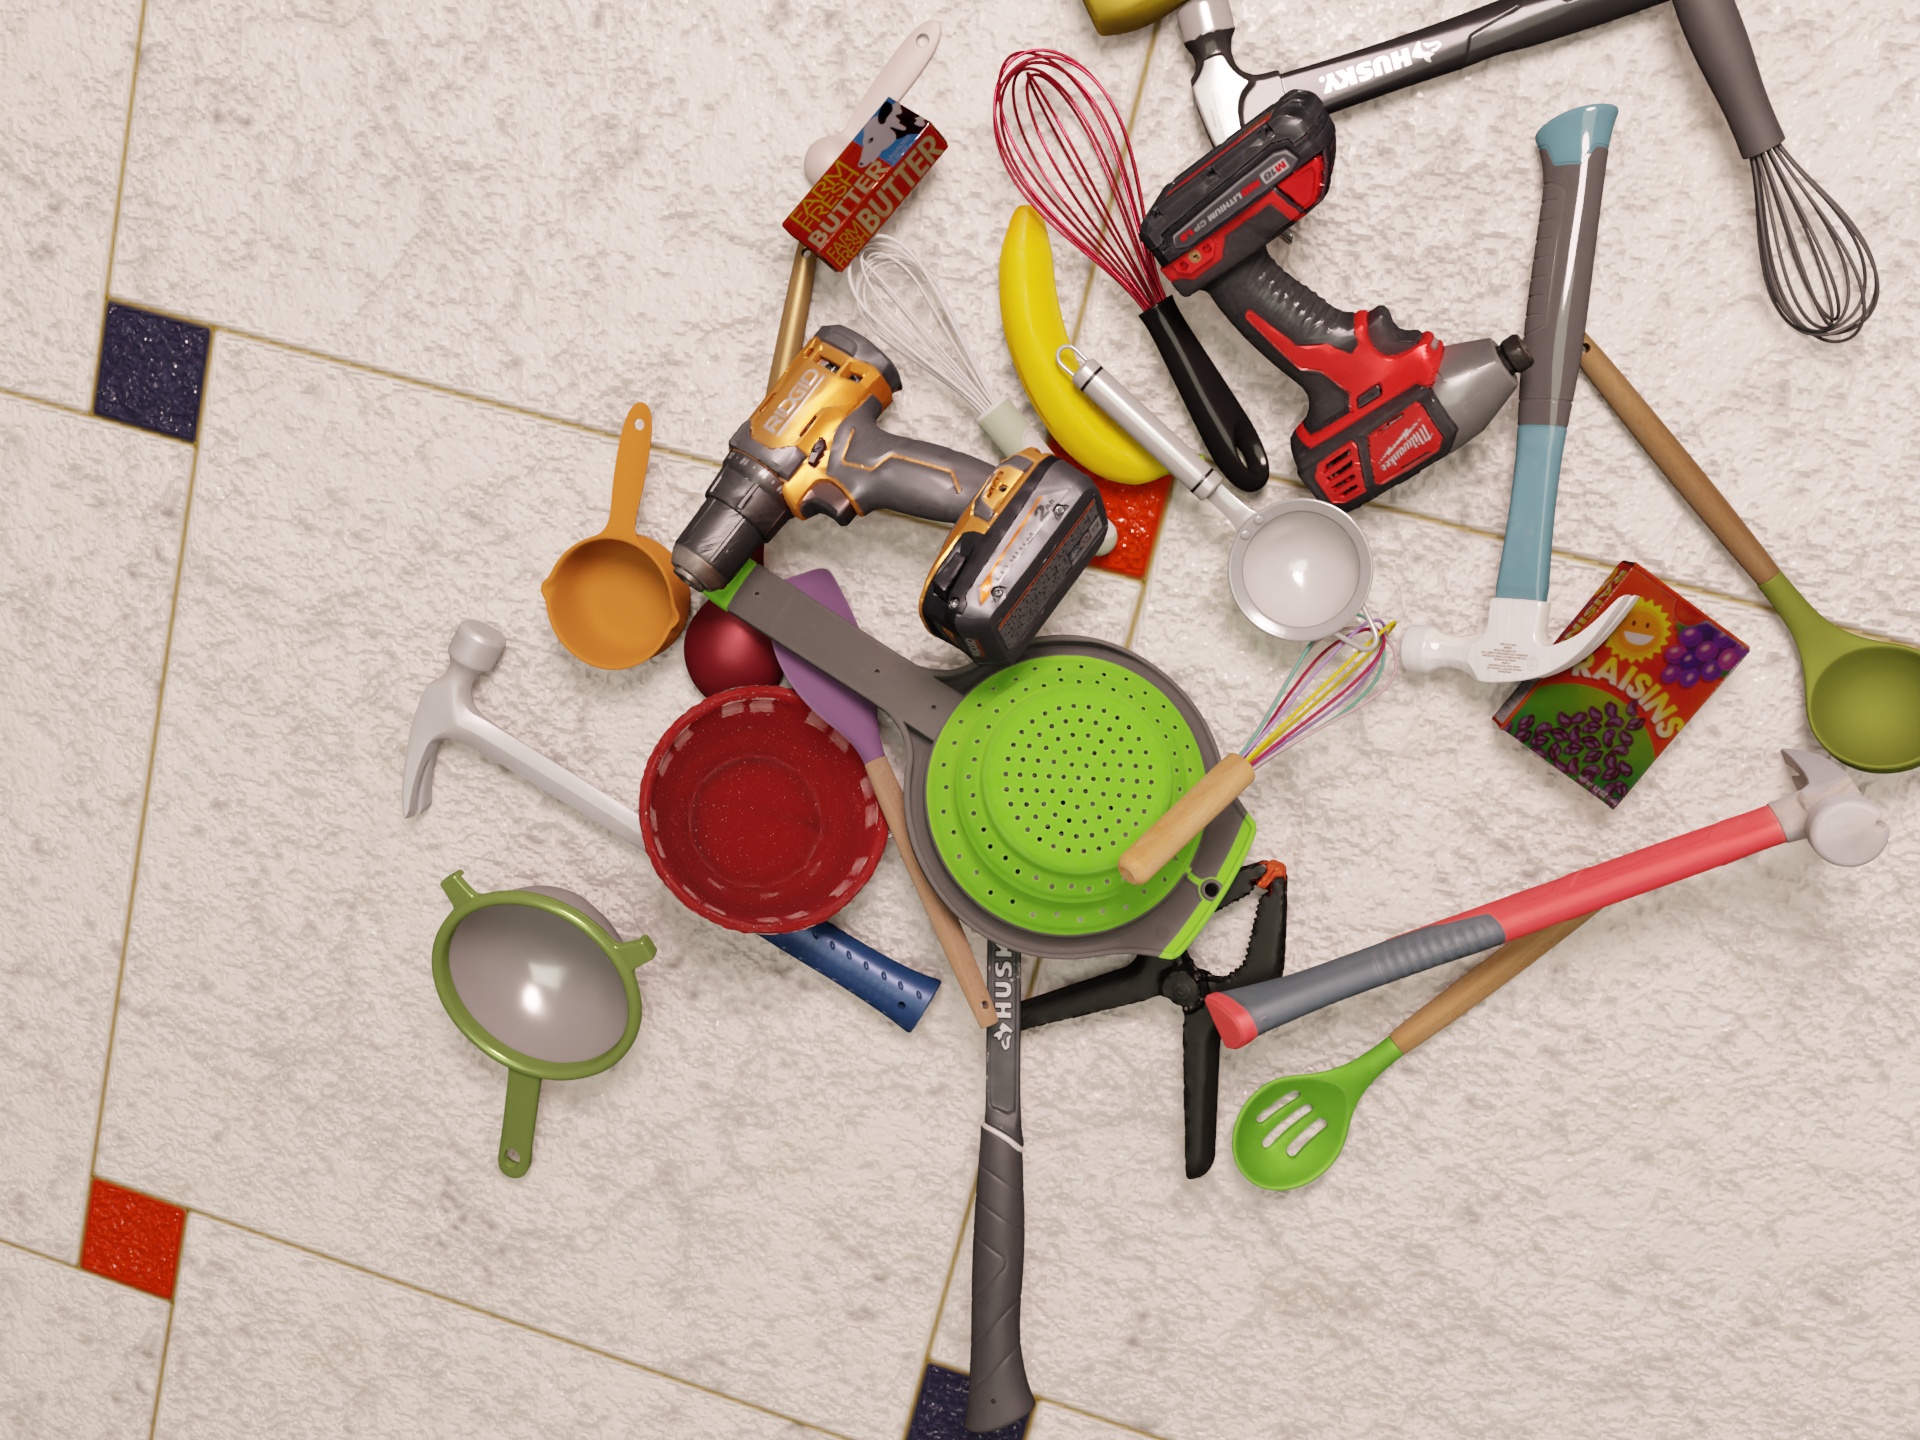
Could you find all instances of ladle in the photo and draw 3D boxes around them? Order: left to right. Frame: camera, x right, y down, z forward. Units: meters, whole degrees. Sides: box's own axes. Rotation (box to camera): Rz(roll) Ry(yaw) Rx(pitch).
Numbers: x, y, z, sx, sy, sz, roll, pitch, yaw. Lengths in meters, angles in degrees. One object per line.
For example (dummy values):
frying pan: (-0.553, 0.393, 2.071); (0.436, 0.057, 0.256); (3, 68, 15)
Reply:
ladle: (-0.126, -0.158, 1.032); (0.069, 0.031, 0.315); (11, 100, -3)
ladle: (0.456, -0.103, 0.923); (0.078, 0.062, 0.320); (-39, 89, 12)

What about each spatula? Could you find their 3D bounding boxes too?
spatula: (-0.047, 0.050, 1.021); (0.060, 0.018, 0.316); (-22, 84, -21)

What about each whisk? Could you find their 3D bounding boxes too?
whisk: (0.015, -0.200, 0.989); (0.246, 0.058, 0.059); (49, 139, -6)
whisk: (0.107, -0.266, 0.955); (0.073, 0.073, 0.295); (-30, 100, 14)
whisk: (0.179, 0.012, 0.934); (0.245, 0.047, 0.051); (-40, 104, -23)
whisk: (0.443, -0.317, 0.875); (0.055, 0.055, 0.239); (-28, 102, 14)

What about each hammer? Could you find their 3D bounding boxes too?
hammer: (-0.199, 0.095, 1.086); (0.405, 0.035, 0.144); (31, 104, 3)
hammer: (0.022, 0.248, 1.025); (0.149, 0.036, 0.409); (1, 86, 10)
hammer: (0.303, -0.388, 0.908); (0.335, 0.035, 0.146); (-15, 97, 12)
hammer: (0.331, 0.112, 0.953); (0.386, 0.143, 0.038); (-24, 95, 18)
hammer: (0.339, -0.185, 0.925); (0.128, 0.033, 0.331); (10, 98, 36)

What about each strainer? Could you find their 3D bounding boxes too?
strainer: (-0.291, 0.212, 1.118); (0.151, 0.069, 0.256); (18, 120, 5)
strainer: (0.155, -0.137, 0.954); (0.258, 0.050, 0.087); (43, 114, 0)

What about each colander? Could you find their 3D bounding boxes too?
colander: (-0.002, -0.003, 0.968); (0.397, 0.094, 0.204); (33, 81, 4)

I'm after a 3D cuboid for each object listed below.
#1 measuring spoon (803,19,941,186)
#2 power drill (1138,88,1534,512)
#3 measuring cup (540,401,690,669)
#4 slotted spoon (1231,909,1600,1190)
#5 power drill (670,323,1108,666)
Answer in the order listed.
measuring spoon: (-0.054, -0.381, 0.981); (0.034, 0.018, 0.124); (41, 104, 1)
power drill: (0.214, -0.235, 0.903); (0.143, 0.079, 0.219); (-31, 108, 31)
measuring cup: (-0.214, -0.121, 1.041); (0.095, 0.052, 0.173); (13, 100, 8)
slotted spoon: (0.302, 0.194, 1.019); (0.313, 0.031, 0.070); (-41, 91, 13)
power drill: (-0.051, -0.118, 0.947); (0.226, 0.084, 0.185); (33, 80, 23)
